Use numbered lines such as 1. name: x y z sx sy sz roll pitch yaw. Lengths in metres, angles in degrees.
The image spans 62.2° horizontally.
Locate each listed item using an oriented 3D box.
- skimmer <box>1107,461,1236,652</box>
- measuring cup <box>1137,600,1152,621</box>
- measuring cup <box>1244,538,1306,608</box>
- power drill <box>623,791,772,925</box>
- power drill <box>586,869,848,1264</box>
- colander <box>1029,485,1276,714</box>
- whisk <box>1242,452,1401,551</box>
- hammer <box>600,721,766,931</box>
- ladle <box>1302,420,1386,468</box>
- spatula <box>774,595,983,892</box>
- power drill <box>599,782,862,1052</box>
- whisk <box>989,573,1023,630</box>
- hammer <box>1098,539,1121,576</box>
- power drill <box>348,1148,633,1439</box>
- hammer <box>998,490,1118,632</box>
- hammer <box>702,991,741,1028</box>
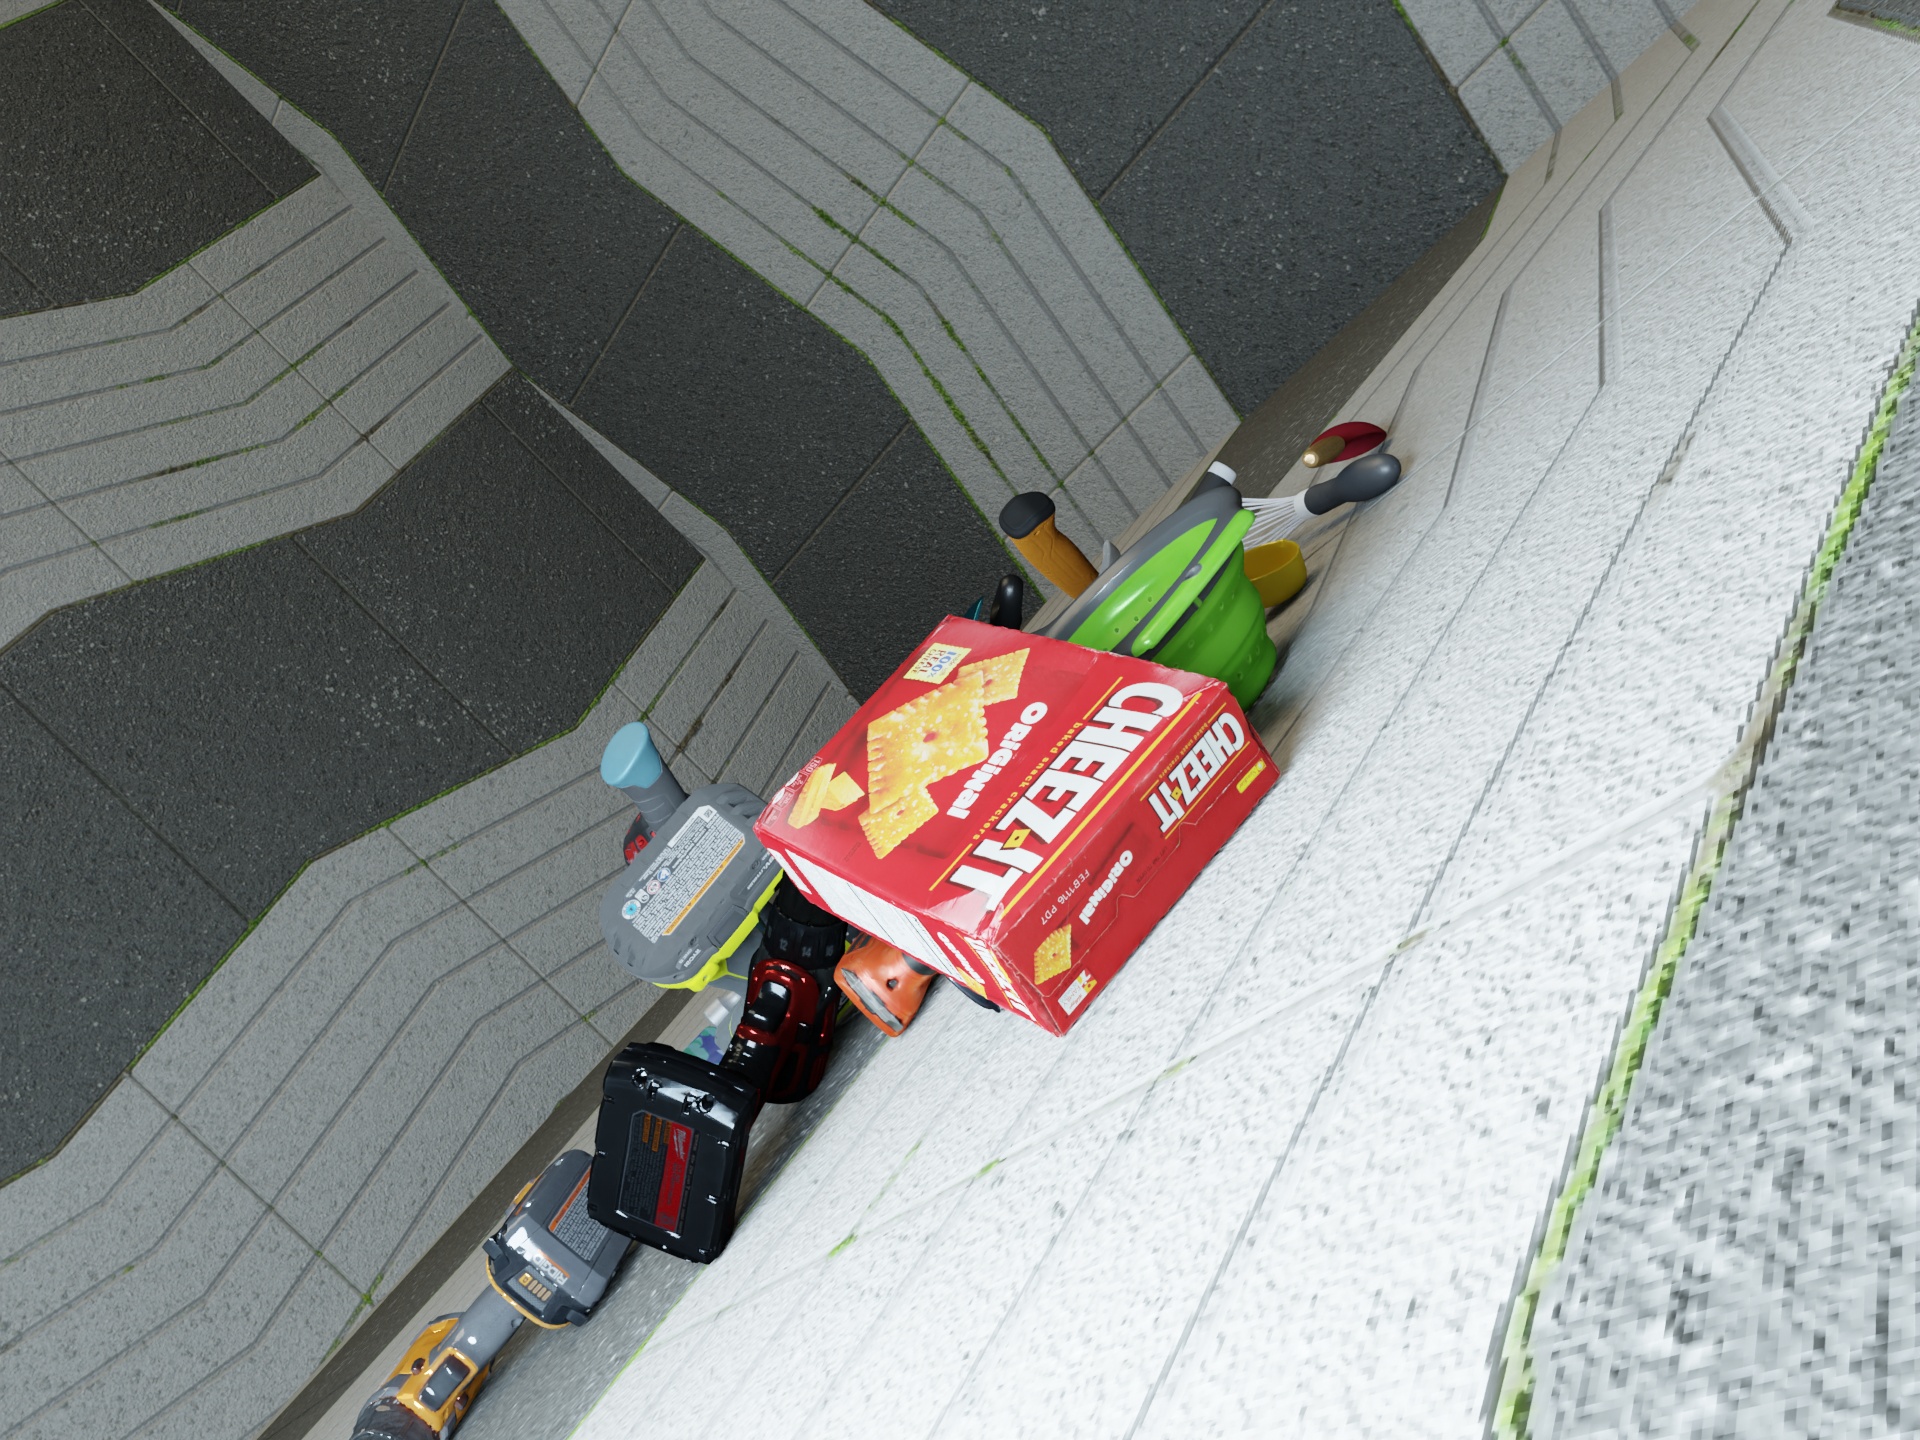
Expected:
1. skimmer: 0.093 -0.068 1.298 0.363 0.090 0.127 -58 1 4
2. measuring cup: 0.172 -0.073 1.193 0.095 0.052 0.174 -43 6 24
3. measuring cup: 0.179 -0.098 1.133 0.062 0.029 0.156 -41 24 -32
4. power drill: -0.194 0.158 1.337 0.078 0.219 0.143 -46 4 -27
5. power drill: -0.124 0.181 0.934 0.227 0.080 0.187 -50 -25 -64
6. colander: 0.091 -0.025 1.016 0.204 0.094 0.397 -50 10 -18
7. whisk: 0.254 -0.161 1.235 0.070 0.070 0.284 -46 8 -18
8. hammer: -0.172 0.126 1.152 0.033 0.330 0.128 18 57 36
9. ladle: 0.283 -0.208 1.216 0.069 0.031 0.315 -19 5 21
10. spatula: -0.075 0.034 1.186 0.317 0.044 0.082 -47 2 -24
11. power drill: -0.124 0.137 1.090 0.190 0.080 0.228 -51 -35 -10
12. whisk: 0.027 -0.021 1.376 0.073 0.073 0.295 -47 -20 -34
13. hammer: -0.002 -0.004 1.274 0.359 0.036 0.149 -39 16 33
14. power drill: -0.320 0.411 1.048 0.226 0.084 0.185 -49 3 11
15. hammer: 0.099 -0.108 1.333 0.127 0.034 0.336 -45 -25 6
16. hammer: -0.200 0.274 1.575 0.144 0.035 0.405 -46 4 -7
